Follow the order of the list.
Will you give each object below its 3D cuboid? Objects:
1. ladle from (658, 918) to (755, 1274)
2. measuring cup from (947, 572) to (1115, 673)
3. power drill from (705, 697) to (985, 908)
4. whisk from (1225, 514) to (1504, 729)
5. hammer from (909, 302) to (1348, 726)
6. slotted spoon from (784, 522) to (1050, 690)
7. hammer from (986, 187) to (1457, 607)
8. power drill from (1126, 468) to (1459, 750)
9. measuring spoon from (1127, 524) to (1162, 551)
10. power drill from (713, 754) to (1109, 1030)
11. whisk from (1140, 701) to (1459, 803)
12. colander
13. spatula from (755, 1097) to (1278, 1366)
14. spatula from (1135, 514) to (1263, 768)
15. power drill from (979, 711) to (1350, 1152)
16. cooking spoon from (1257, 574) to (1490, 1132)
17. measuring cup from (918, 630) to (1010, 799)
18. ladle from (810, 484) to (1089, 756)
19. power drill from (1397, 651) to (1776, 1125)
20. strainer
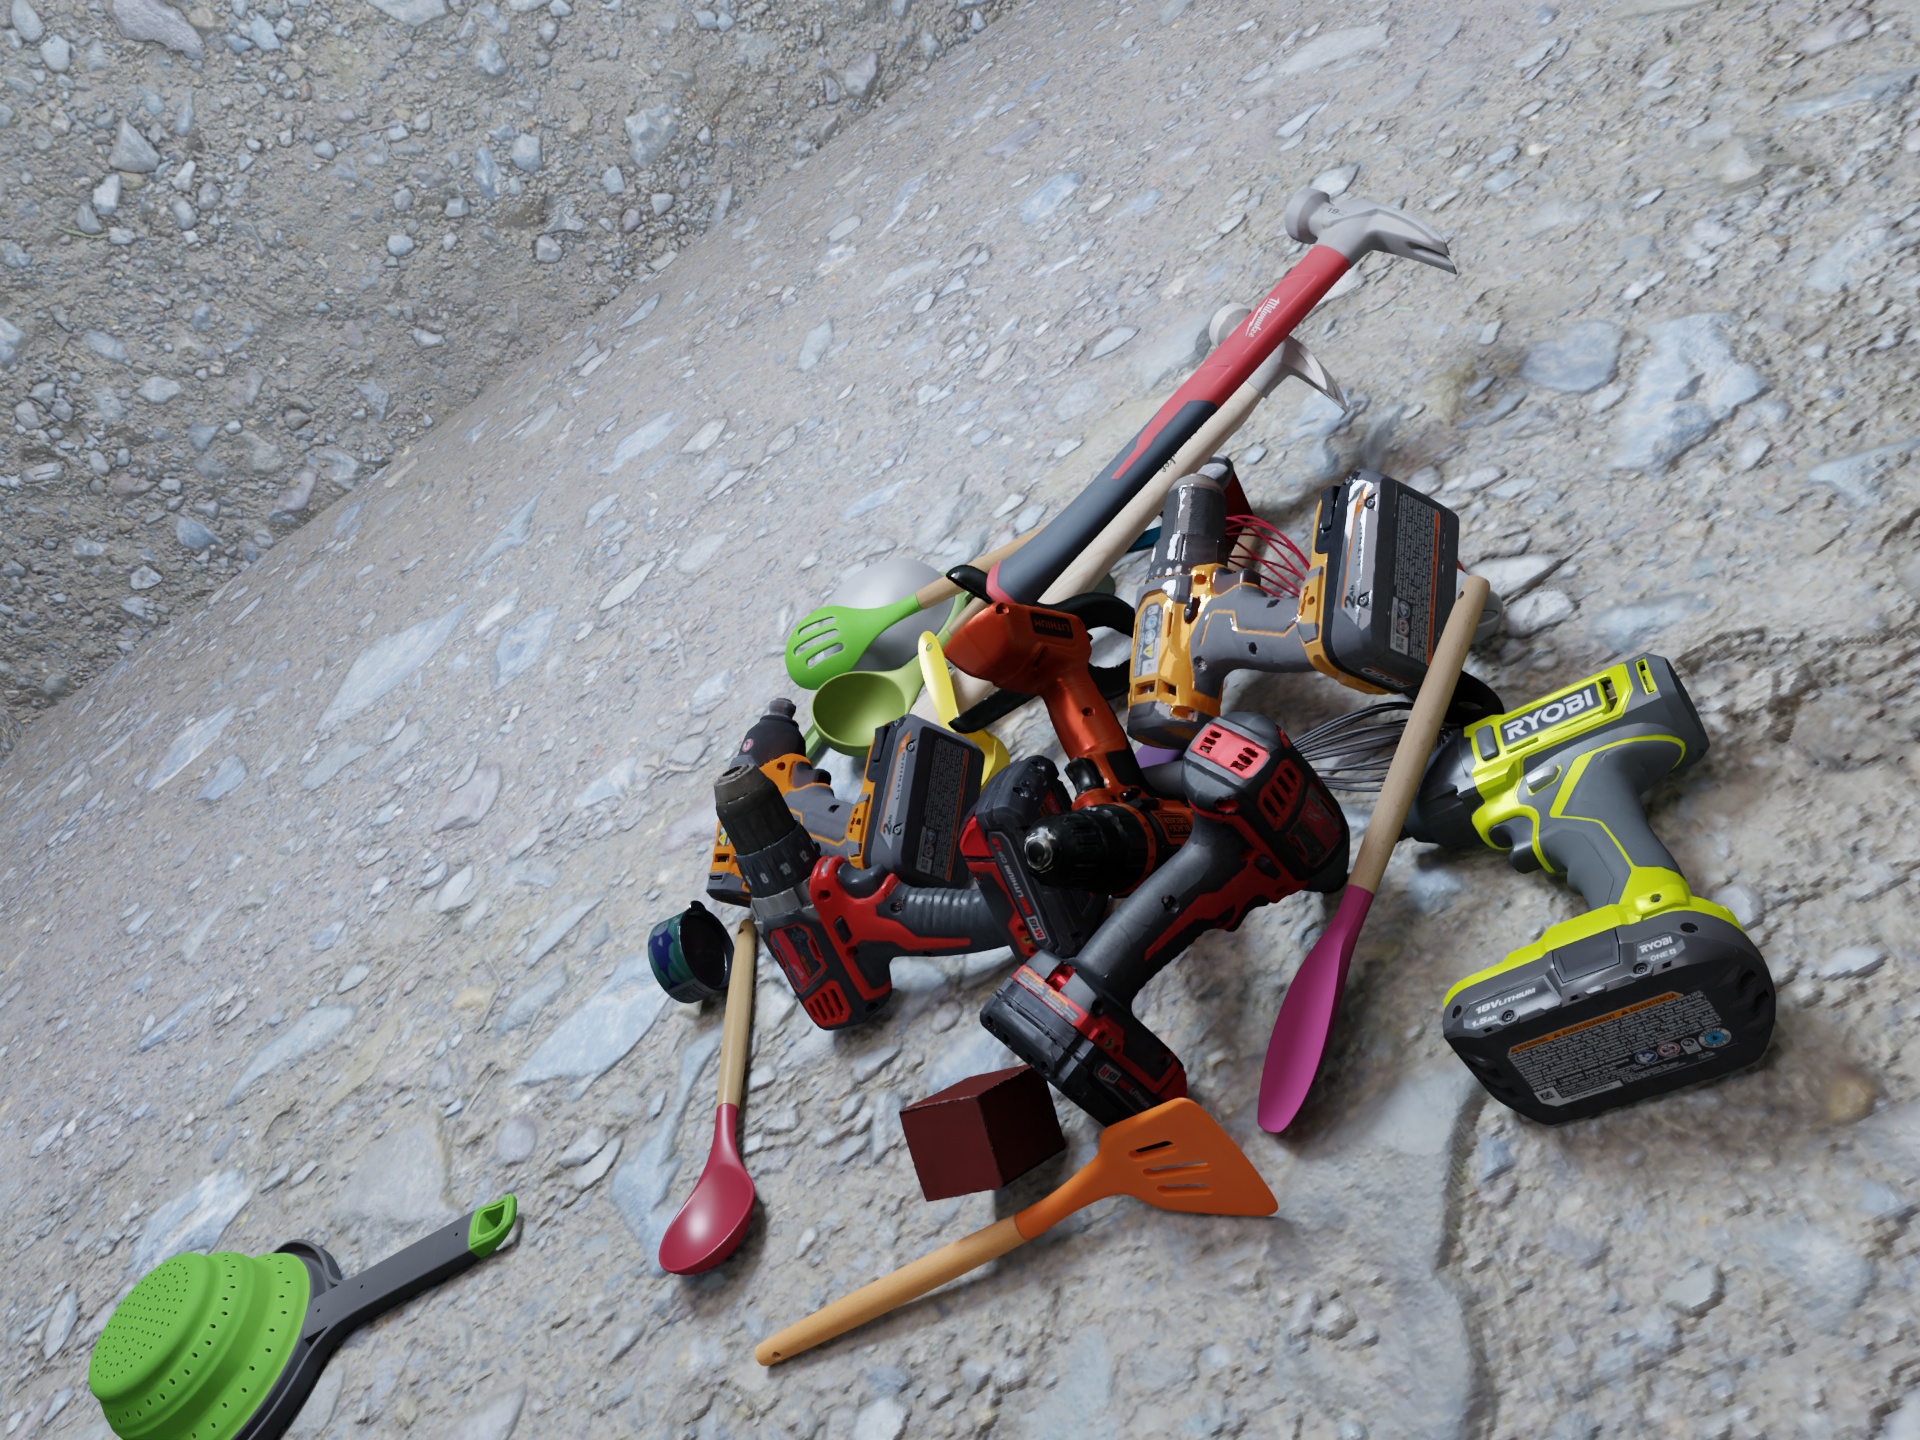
[{"bbox_3d":[-0.159,0.246,1.086,0.069,0.031,0.316,-26,32,16],"label":"ladle"},{"bbox_3d":[0.043,-0.082,1.276,0.167,0.038,0.083,-29,33,13],"label":"measuring cup"},{"bbox_3d":[-0.092,0.054,1.168,0.226,0.084,0.164,-7,67,43],"label":"power drill"},{"bbox_3d":[0.240,-0.064,1.028,0.073,0.073,0.296,-42,39,-4],"label":"whisk"},{"bbox_3d":[0.108,-0.122,1.183,0.410,0.038,0.146,-48,41,12],"label":"hammer"},{"bbox_3d":[-0.011,-0.111,1.297,0.314,0.031,0.070,-25,66,12],"label":"slotted spoon"},{"bbox_3d":[0.168,-0.210,1.100,0.386,0.038,0.143,-47,45,-3],"label":"hammer"},{"bbox_3d":[0.193,-0.086,0.982,0.226,0.084,0.185,-16,61,54],"label":"power drill"},{"bbox_3d":[0.130,-0.149,1.285,0.128,0.021,0.042,-12,41,39],"label":"measuring spoon"},{"bbox_3d":[-0.040,0.092,1.010,0.227,0.187,0.080,-19,15,26],"label":"power drill"},{"bbox_3d":[0.189,0.028,0.973,0.239,0.055,0.055,-12,41,37],"label":"whisk"},{"bbox_3d":[-0.498,0.422,1.151,0.397,0.094,0.205,-31,33,14],"label":"colander"},{"bbox_3d":[0.012,0.283,0.841,0.322,0.081,0.041,-33,15,20],"label":"spatula"},{"bbox_3d":[0.162,-0.031,1.108,0.060,0.018,0.316,-3,47,38],"label":"spatula"},{"bbox_3d":[0.125,0.115,0.858,0.220,0.143,0.079,-51,41,-7],"label":"power drill"},{"bbox_3d":[0.221,0.066,0.840,0.069,0.017,0.319,146,148,-78],"label":"cooking spoon"},{"bbox_3d":[-0.002,-0.004,1.190,0.062,0.029,0.157,-35,50,23],"label":"measuring cup"},{"bbox_3d":[0.006,-0.090,1.256,0.320,0.062,0.078,-44,59,13],"label":"ladle"},{"bbox_3d":[0.293,0.078,0.784,0.171,0.080,0.223,-28,30,27],"label":"power drill"},{"bbox_3d":[-0.100,-0.055,1.361,0.151,0.069,0.256,4,50,48],"label":"strainer"}]
